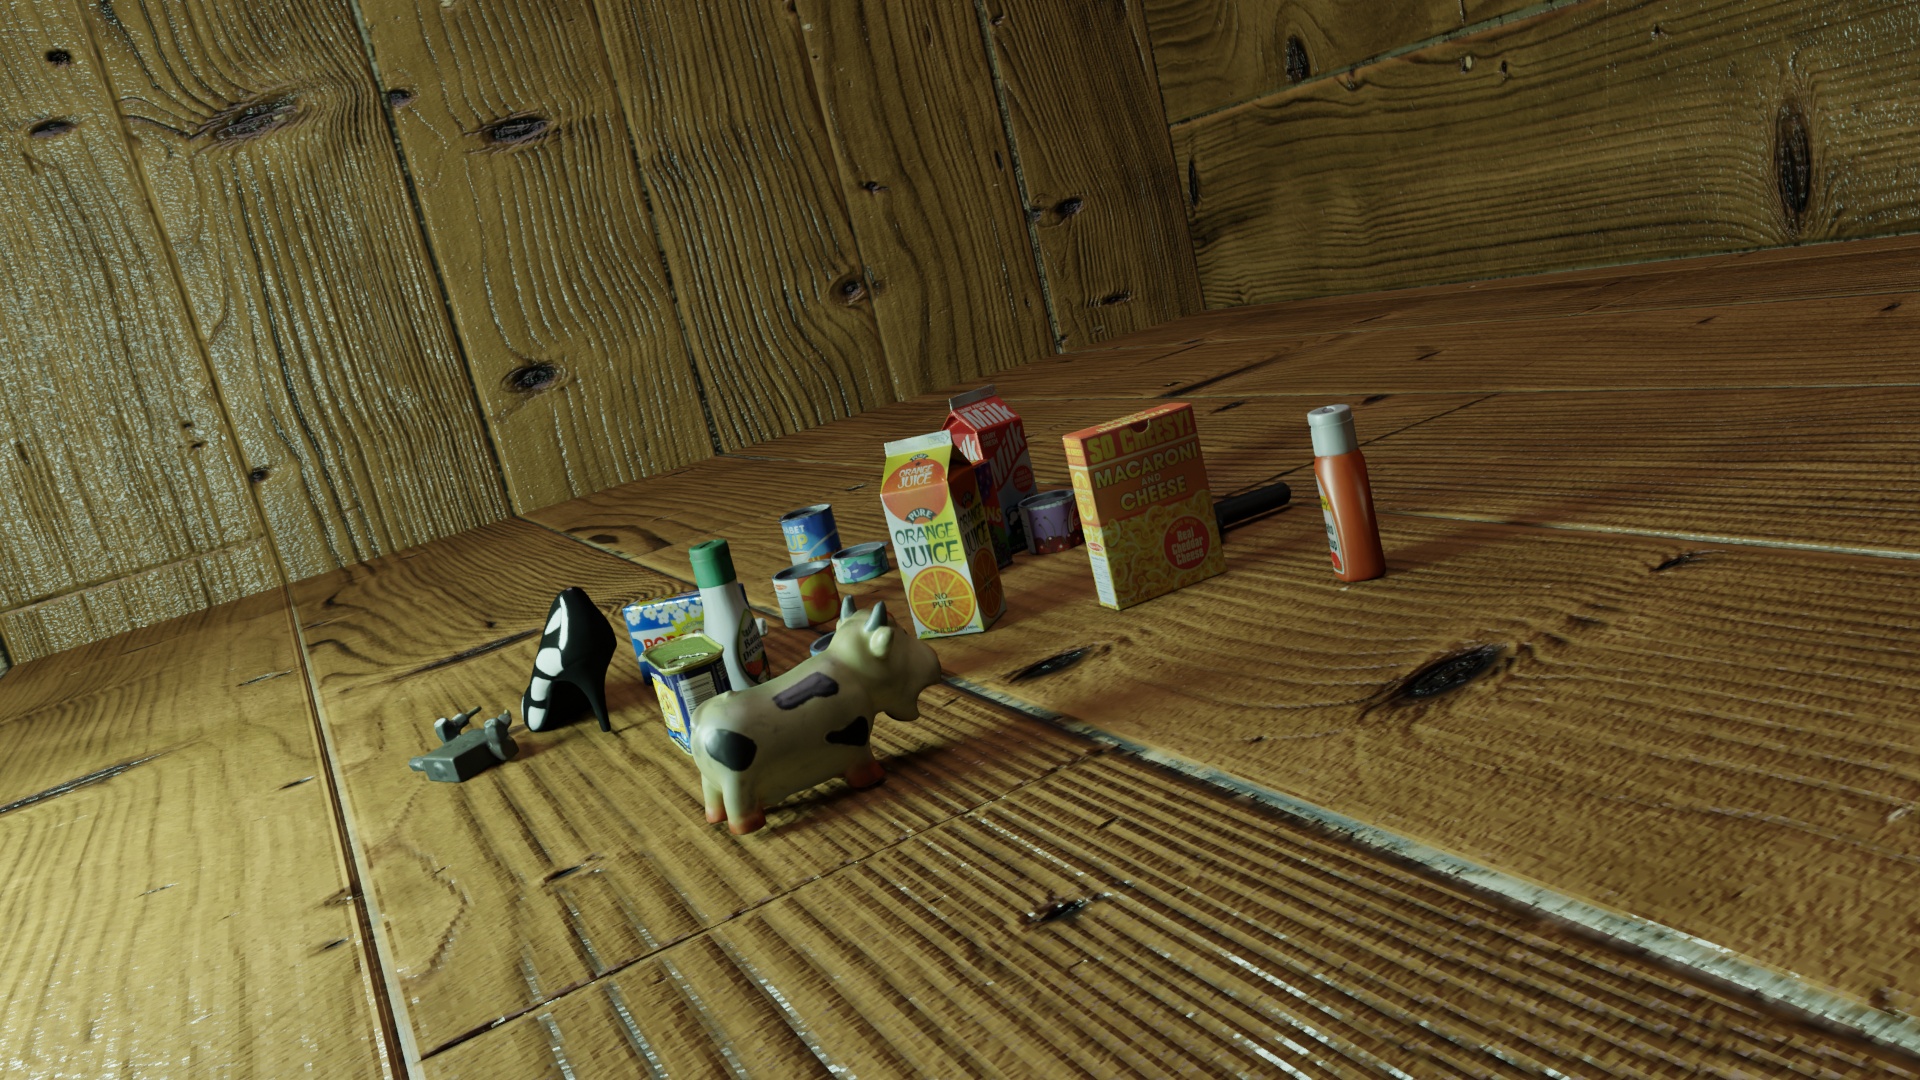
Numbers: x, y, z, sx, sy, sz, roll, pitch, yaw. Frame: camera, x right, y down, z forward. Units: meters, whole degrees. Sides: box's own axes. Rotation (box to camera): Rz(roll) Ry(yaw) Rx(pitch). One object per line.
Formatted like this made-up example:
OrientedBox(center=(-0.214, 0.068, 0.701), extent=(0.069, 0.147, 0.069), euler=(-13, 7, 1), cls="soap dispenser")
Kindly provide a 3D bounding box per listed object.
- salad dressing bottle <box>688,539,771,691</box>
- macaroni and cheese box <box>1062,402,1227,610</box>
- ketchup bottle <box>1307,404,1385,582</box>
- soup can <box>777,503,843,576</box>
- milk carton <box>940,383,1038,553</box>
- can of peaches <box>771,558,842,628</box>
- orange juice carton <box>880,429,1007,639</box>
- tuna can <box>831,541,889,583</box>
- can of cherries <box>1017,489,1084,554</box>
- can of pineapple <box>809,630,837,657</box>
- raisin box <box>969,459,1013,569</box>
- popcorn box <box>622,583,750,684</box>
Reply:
OrientedBox(center=(-0.217, 0.073, 1.296), extent=(0.044, 0.147, 0.064), euler=(-10, 12, 20), cls="salad dressing bottle")
OrientedBox(center=(0.174, -0.033, 1.298), extent=(0.124, 0.166, 0.040), euler=(-18, 12, -21), cls="macaroni and cheese box")
OrientedBox(center=(0.333, -0.042, 1.201), extent=(0.043, 0.148, 0.065), euler=(-12, 12, 10), cls="ketchup bottle")
OrientedBox(center=(-0.185, 0.004, 1.731), extent=(0.071, 0.083, 0.071), euler=(-13, 12, 3), cls="soup can")
OrientedBox(center=(0.034, -0.082, 1.621), extent=(0.072, 0.190, 0.073), euler=(-22, 14, -36), cls="milk carton")
OrientedBox(center=(-0.165, 0.058, 1.522), extent=(0.071, 0.058, 0.071), euler=(-13, 12, 3), cls="can of peaches")
OrientedBox(center=(-0.019, -0.008, 1.337), extent=(0.072, 0.192, 0.073), euler=(-9, 13, 23), cls="orange juice carton")
OrientedBox(center=(-0.118, 0.026, 1.676), extent=(0.071, 0.032, 0.071), euler=(-13, 12, 3), cls="tuna can")
OrientedBox(center=(0.106, -0.022, 1.581), extent=(0.071, 0.058, 0.071), euler=(-13, 12, 3), cls="can of cherries")
OrientedBox(center=(-0.092, 0.111, 1.200), extent=(0.071, 0.057, 0.071), euler=(-13, 12, 3), cls="can of pineapple")
OrientedBox(center=(0.005, -0.019, 1.527), extent=(0.040, 0.123, 0.086), euler=(-2, 16, 45), cls="raisin box")
OrientedBox(center=(-0.270, 0.095, 1.406), extent=(0.126, 0.085, 0.038), euler=(-9, 13, 22), cls="popcorn box")
